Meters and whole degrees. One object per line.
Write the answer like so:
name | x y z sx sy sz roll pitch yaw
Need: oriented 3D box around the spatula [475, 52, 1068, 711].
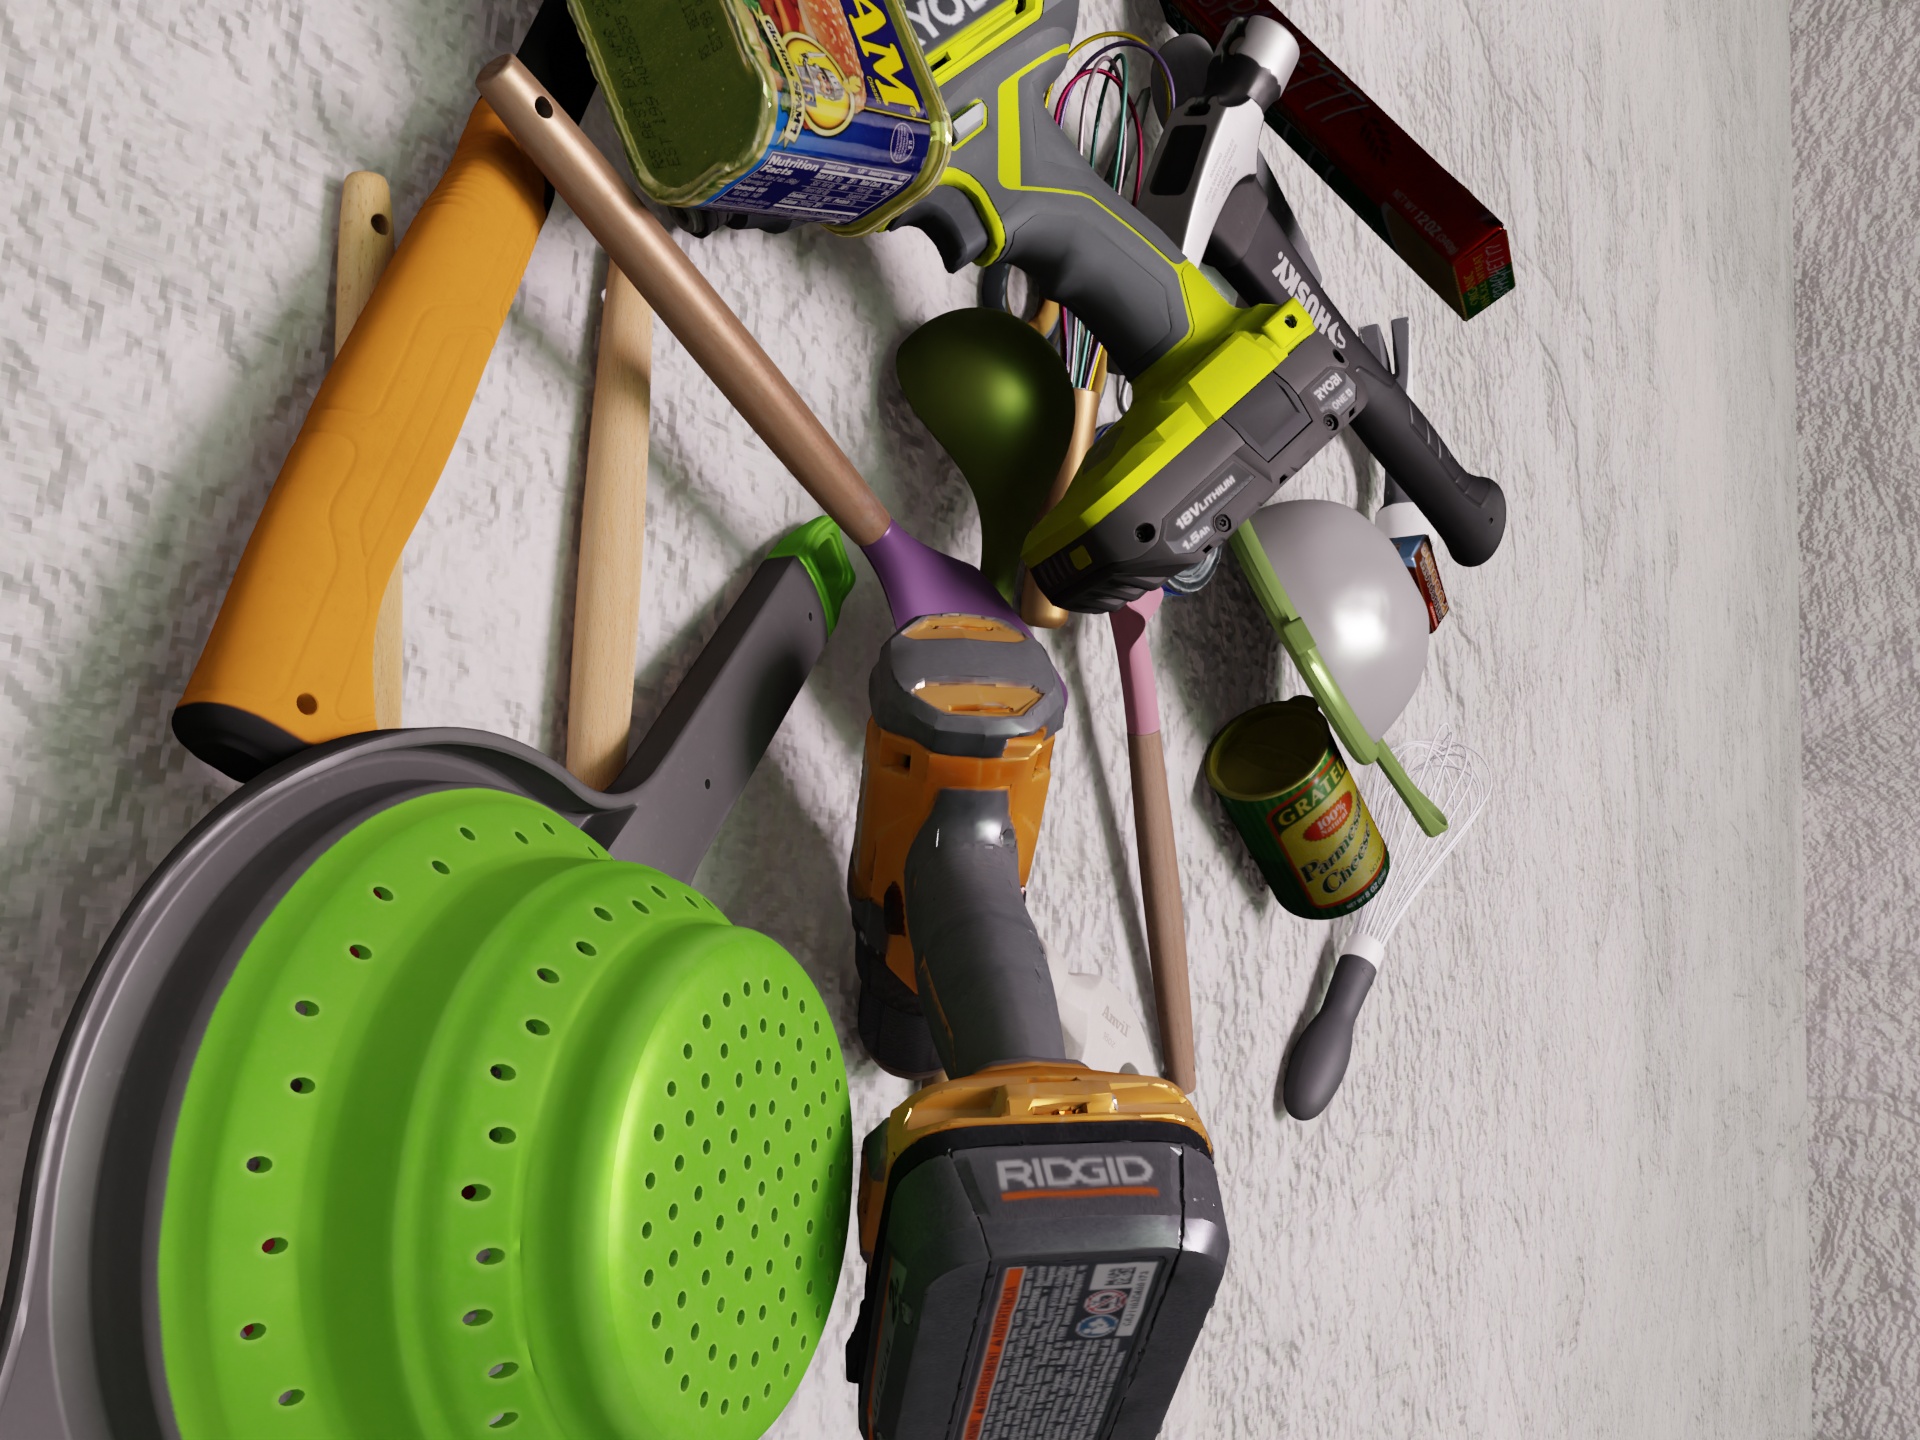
spatula | -0.043 -0.076 0.507 0.315 0.018 0.060 50 59 -42

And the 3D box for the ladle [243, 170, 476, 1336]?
ladle | -0.155 0.011 0.416 0.069 0.031 0.315 4 83 -53

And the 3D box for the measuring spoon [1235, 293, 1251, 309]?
measuring spoon | 0.127 -0.183 0.825 0.034 0.018 0.124 47 59 -42

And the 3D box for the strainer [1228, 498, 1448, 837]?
strainer | 0.225 -0.026 0.835 0.256 0.069 0.152 48 20 -36

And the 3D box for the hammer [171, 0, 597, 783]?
hammer | -0.132 -0.140 0.424 0.127 0.034 0.337 44 49 -46

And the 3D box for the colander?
colander | -0.065 0.053 0.413 0.397 0.094 0.204 -67 146 -50

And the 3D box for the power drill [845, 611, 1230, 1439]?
power drill | 0.002 0.103 0.475 0.226 0.084 0.185 -102 -163 -50

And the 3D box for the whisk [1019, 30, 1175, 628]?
whisk | 0.047 -0.161 0.666 0.047 0.051 0.245 4 98 -22

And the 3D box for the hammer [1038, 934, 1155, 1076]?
hammer | 0.016 0.260 0.625 0.129 0.031 0.331 43 55 -43

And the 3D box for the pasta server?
pasta server | 0.093 0.030 0.717 0.060 0.040 0.316 -50 135 -64

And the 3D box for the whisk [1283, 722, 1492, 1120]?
whisk | 0.245 0.111 0.930 0.285 0.070 0.070 -57 131 -33

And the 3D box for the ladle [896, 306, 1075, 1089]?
ladle | -0.001 -0.002 0.621 0.078 0.062 0.320 6 90 -41

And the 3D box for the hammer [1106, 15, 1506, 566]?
hammer | 0.180 -0.154 0.739 0.334 0.035 0.146 32 80 -46

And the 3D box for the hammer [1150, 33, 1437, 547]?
hammer | 0.186 -0.222 0.832 0.408 0.036 0.149 28 58 -58

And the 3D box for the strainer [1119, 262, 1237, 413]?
strainer | 0.124 -0.262 0.803 0.086 0.050 0.259 34 57 -31

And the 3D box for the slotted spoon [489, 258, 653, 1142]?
slotted spoon | -0.108 0.006 0.478 0.070 0.031 0.314 17 72 -58

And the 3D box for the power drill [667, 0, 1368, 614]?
power drill | 0.021 -0.154 0.555 0.171 0.080 0.223 -43 96 -22
